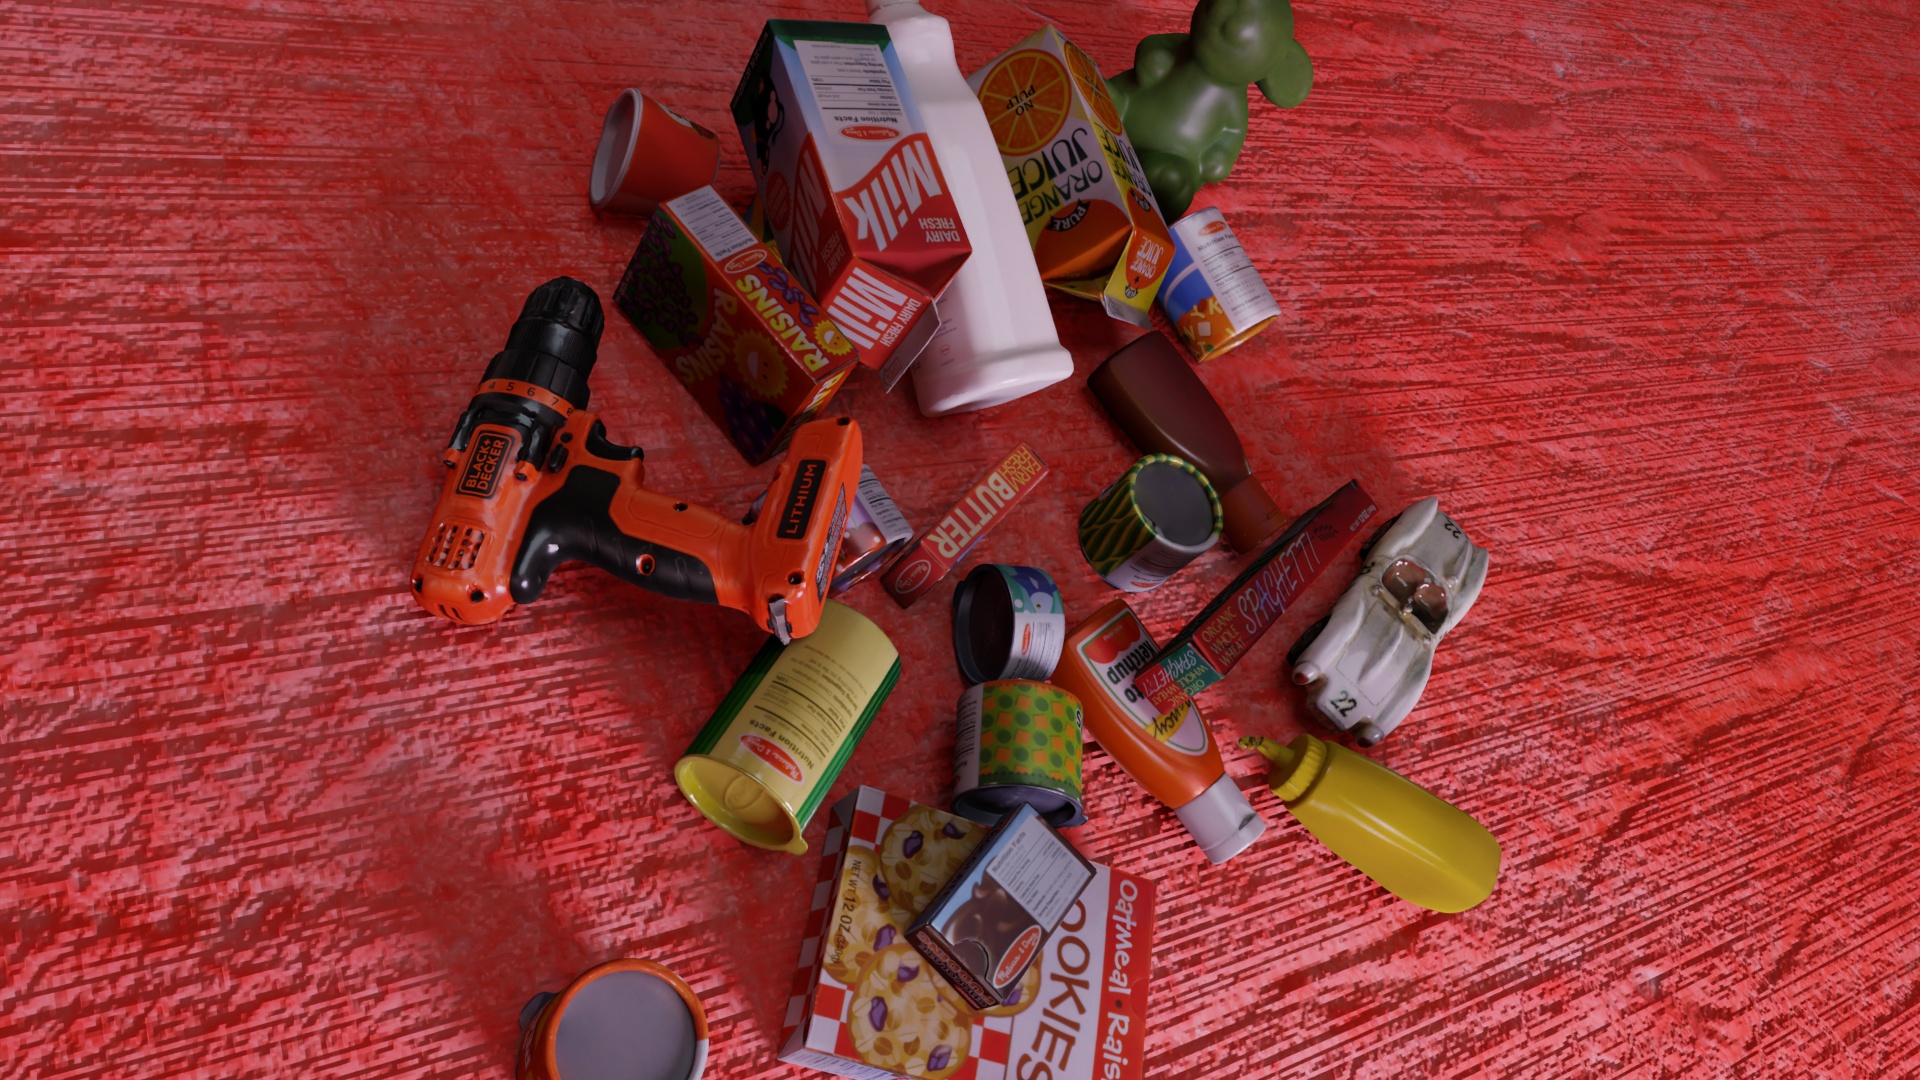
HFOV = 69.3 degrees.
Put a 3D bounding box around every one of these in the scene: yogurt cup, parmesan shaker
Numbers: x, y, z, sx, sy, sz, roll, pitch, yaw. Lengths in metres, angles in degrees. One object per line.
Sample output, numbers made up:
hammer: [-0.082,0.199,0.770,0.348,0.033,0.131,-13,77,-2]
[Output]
yogurt cup: [-0.170,-0.210,0.776,0.054,0.072,0.072,15,58,-31]
parmesan shaker: [-0.077,0.087,0.659,0.071,0.071,0.103,38,52,-6]

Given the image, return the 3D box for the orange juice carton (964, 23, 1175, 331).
orange juice carton: [0.076,-0.223,0.892,0.072,0.073,0.193,5,61,-60]

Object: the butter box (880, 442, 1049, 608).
butter box: [0.003,-0.010,0.764,0.024,0.053,0.104,46,52,-1]

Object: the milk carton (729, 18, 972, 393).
milk carton: [-0.055,-0.178,0.740,0.074,0.072,0.191,-9,69,-31]

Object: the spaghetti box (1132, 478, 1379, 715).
spaghetti box: [0.179,0.027,0.813,0.029,0.050,0.251,51,41,4]

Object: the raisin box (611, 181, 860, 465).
raisin box: [-0.120,-0.113,0.733,0.123,0.085,0.040,49,48,4]

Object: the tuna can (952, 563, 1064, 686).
tuna can: [0.024,0.045,0.740,0.033,0.070,0.071,4,62,-28]

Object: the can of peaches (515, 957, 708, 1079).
can of peaches: [-0.143,0.206,0.562,0.071,0.057,0.071,13,59,-23]

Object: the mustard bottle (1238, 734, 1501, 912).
mustard bottle: [0.228,0.152,0.793,0.160,0.065,0.049,34,57,-4]

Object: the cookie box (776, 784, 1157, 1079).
cookie box: [0.010,0.201,0.659,0.167,0.040,0.123,22,55,-17]

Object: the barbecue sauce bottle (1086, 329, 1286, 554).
barbecue sauce bottle: [0.147,-0.060,0.877,0.065,0.043,0.148,-33,83,-36]

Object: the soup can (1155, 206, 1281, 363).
soup can: [0.164,-0.169,0.933,0.071,0.071,0.084,-26,83,-36]

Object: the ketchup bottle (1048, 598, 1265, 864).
ketchup bottle: [0.108,0.107,0.764,0.065,0.043,0.149,-31,82,-40]

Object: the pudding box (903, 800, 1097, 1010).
pudding box: [0.019,0.167,0.639,0.049,0.030,0.084,45,52,0]

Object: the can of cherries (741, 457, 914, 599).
can of cherries: [-0.068,-0.007,0.718,0.072,0.071,0.058,-30,82,-37]

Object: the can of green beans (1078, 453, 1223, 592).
can of green beans: [0.112,-0.010,0.821,0.071,0.057,0.071,13,58,-22]

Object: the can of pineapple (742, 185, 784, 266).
can of pineapple: [-0.092,-0.179,0.803,0.071,0.057,0.071,13,59,-22]

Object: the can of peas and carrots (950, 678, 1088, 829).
can of peas and carrots: [0.032,0.110,0.705,0.071,0.070,0.059,16,57,-21]
